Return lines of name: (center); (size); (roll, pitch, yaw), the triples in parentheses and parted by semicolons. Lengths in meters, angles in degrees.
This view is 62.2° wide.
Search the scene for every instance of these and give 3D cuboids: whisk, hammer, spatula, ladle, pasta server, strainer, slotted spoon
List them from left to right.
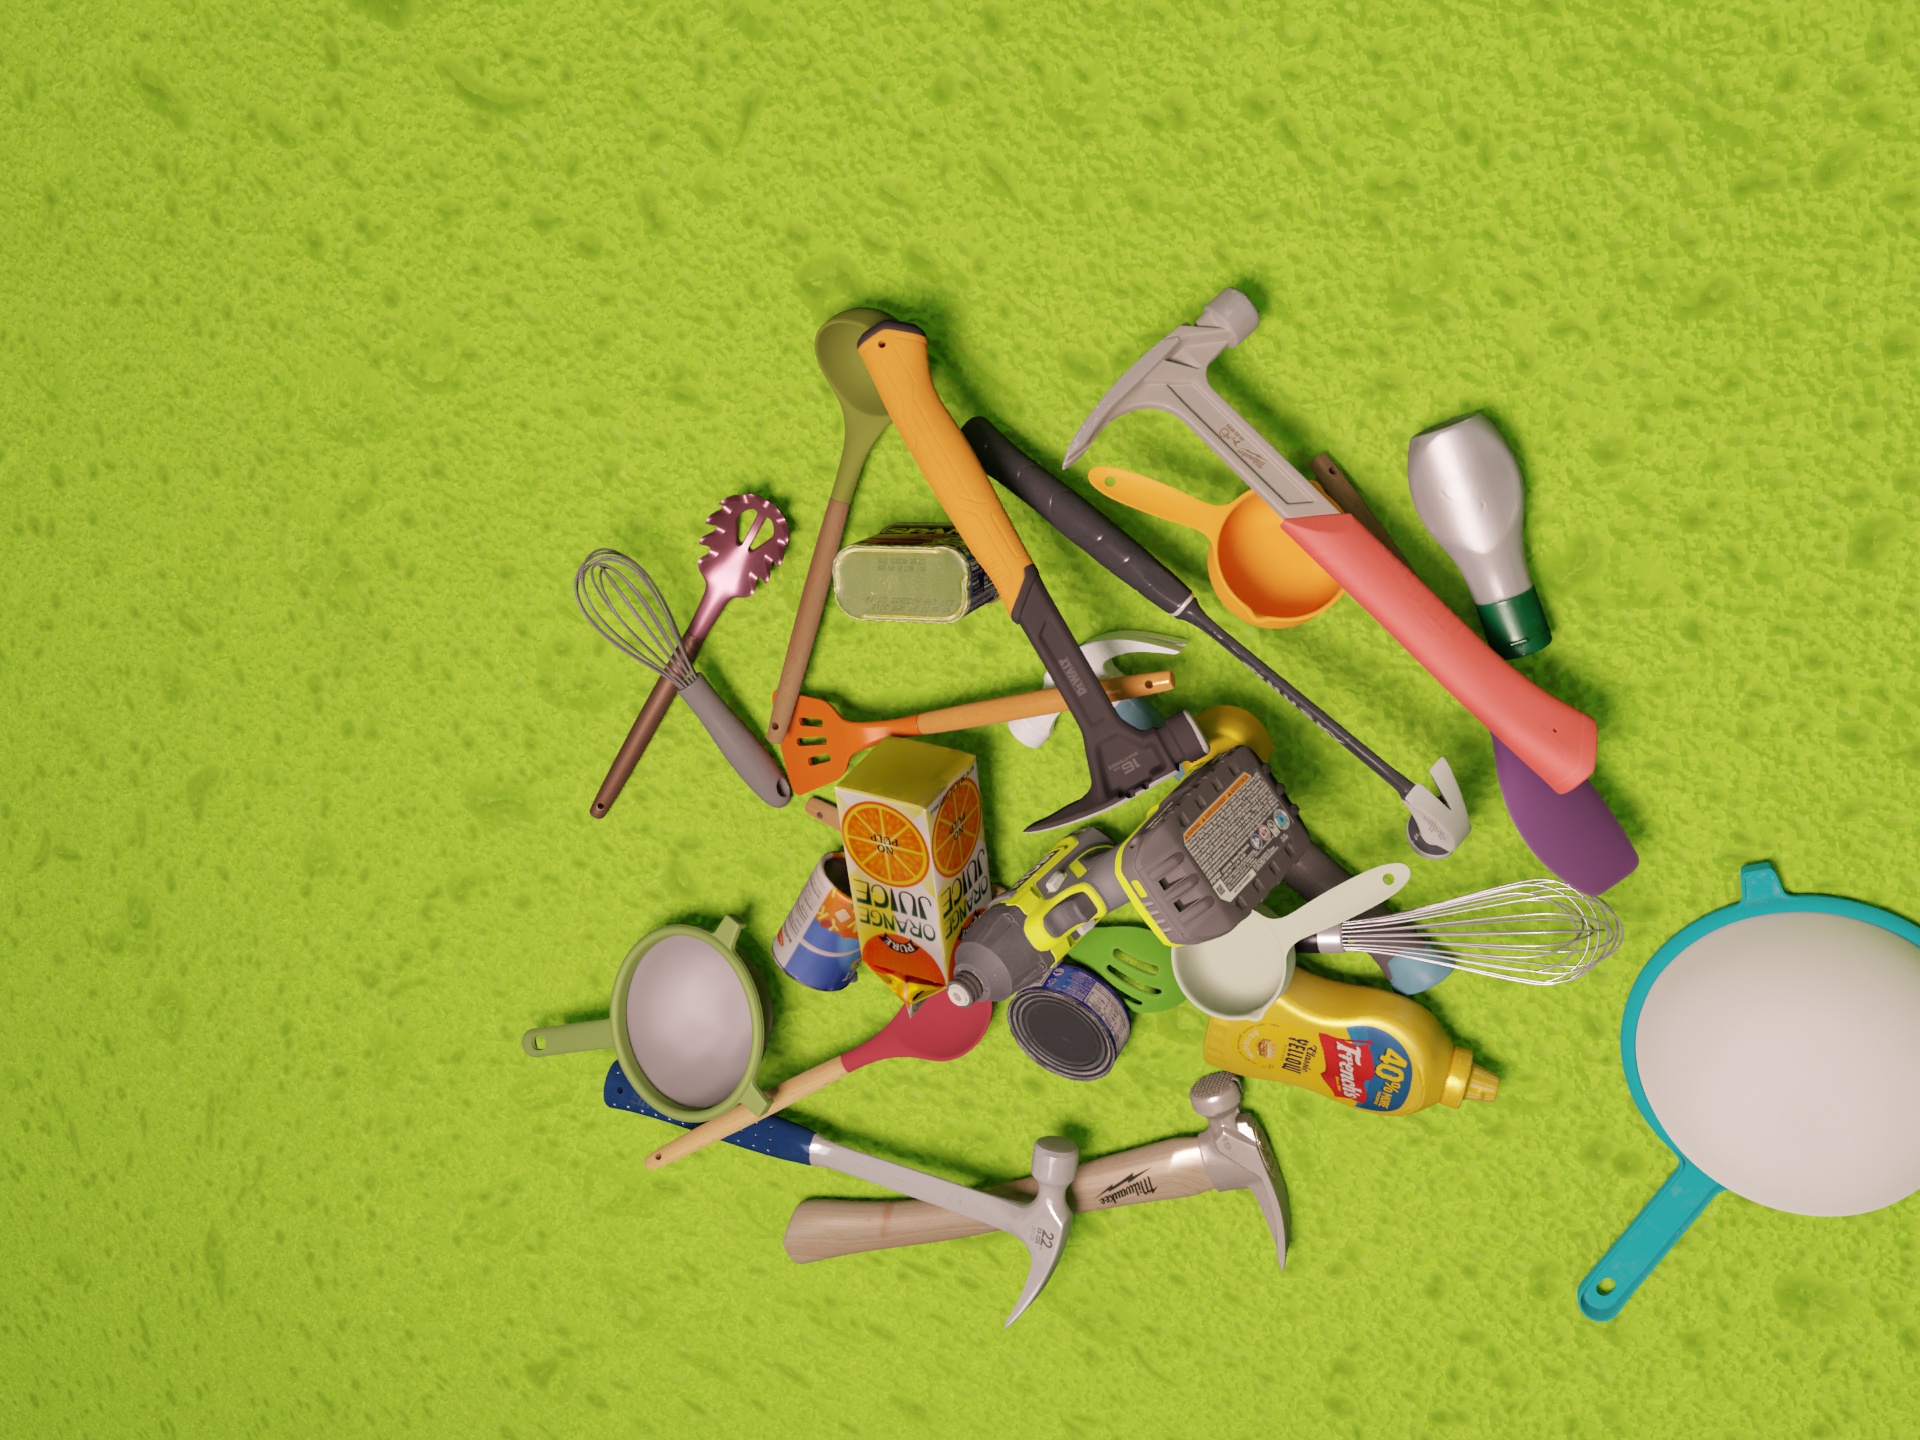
strainer: (-0.239, 0.241, 1.265); (0.256, 0.069, 0.151); (-14, 83, 32)
pasta server: (-0.211, -0.041, 1.187); (0.060, 0.040, 0.316); (31, 116, -6)
whisk: (-0.197, -0.025, 1.155); (0.055, 0.055, 0.238); (-25, 114, 25)
ladle: (-0.109, 0.273, 1.209); (0.315, 0.031, 0.069); (-29, 63, 12)
ladle: (-0.096, -0.126, 1.099); (0.078, 0.062, 0.320); (24, 110, 18)
hammer: (-0.105, 0.341, 1.232); (0.406, 0.035, 0.144); (11, 100, 24)
spatula: (-0.002, -0.004, 1.104); (0.322, 0.041, 0.081); (-10, 96, 26)
slotted spoon: (0.022, 0.129, 1.156); (0.314, 0.031, 0.070); (26, 118, 13)
hammer: (0.021, -0.096, 0.997); (0.127, 0.034, 0.337); (-29, 87, 10)
hammer: (0.045, 0.377, 1.215); (0.410, 0.038, 0.146); (-19, 100, 25)
hammer: (0.150, -0.062, 0.991); (0.409, 0.149, 0.036); (42, 90, 18)
hammer: (0.192, 0.065, 1.070); (0.331, 0.033, 0.128); (42, 116, 5)
hammer: (0.232, -0.087, 0.949); (0.149, 0.036, 0.359); (-44, 85, -4)
whisk: (0.270, 0.138, 1.016); (0.284, 0.070, 0.070); (-5, 104, 25)
spatula: (0.306, -0.033, 0.974); (0.060, 0.018, 0.316); (-29, 80, -14)
strainer: (0.487, 0.271, 0.984); (0.211, 0.095, 0.340); (31, 112, 9)

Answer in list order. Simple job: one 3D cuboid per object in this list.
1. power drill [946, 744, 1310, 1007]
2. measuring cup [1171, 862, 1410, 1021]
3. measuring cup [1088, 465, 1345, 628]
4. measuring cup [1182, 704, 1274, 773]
power drill: (0.095, 0.108, 1.002); (0.080, 0.171, 0.223); (55, 139, -3)
measuring cup: (0.211, 0.128, 0.998); (0.167, 0.038, 0.083); (-33, 78, 25)
measuring cup: (0.160, -0.117, 0.998); (0.173, 0.052, 0.095); (23, 85, 5)
measuring cup: (0.174, 0.068, 1.042); (0.062, 0.029, 0.156); (2, 109, 21)
